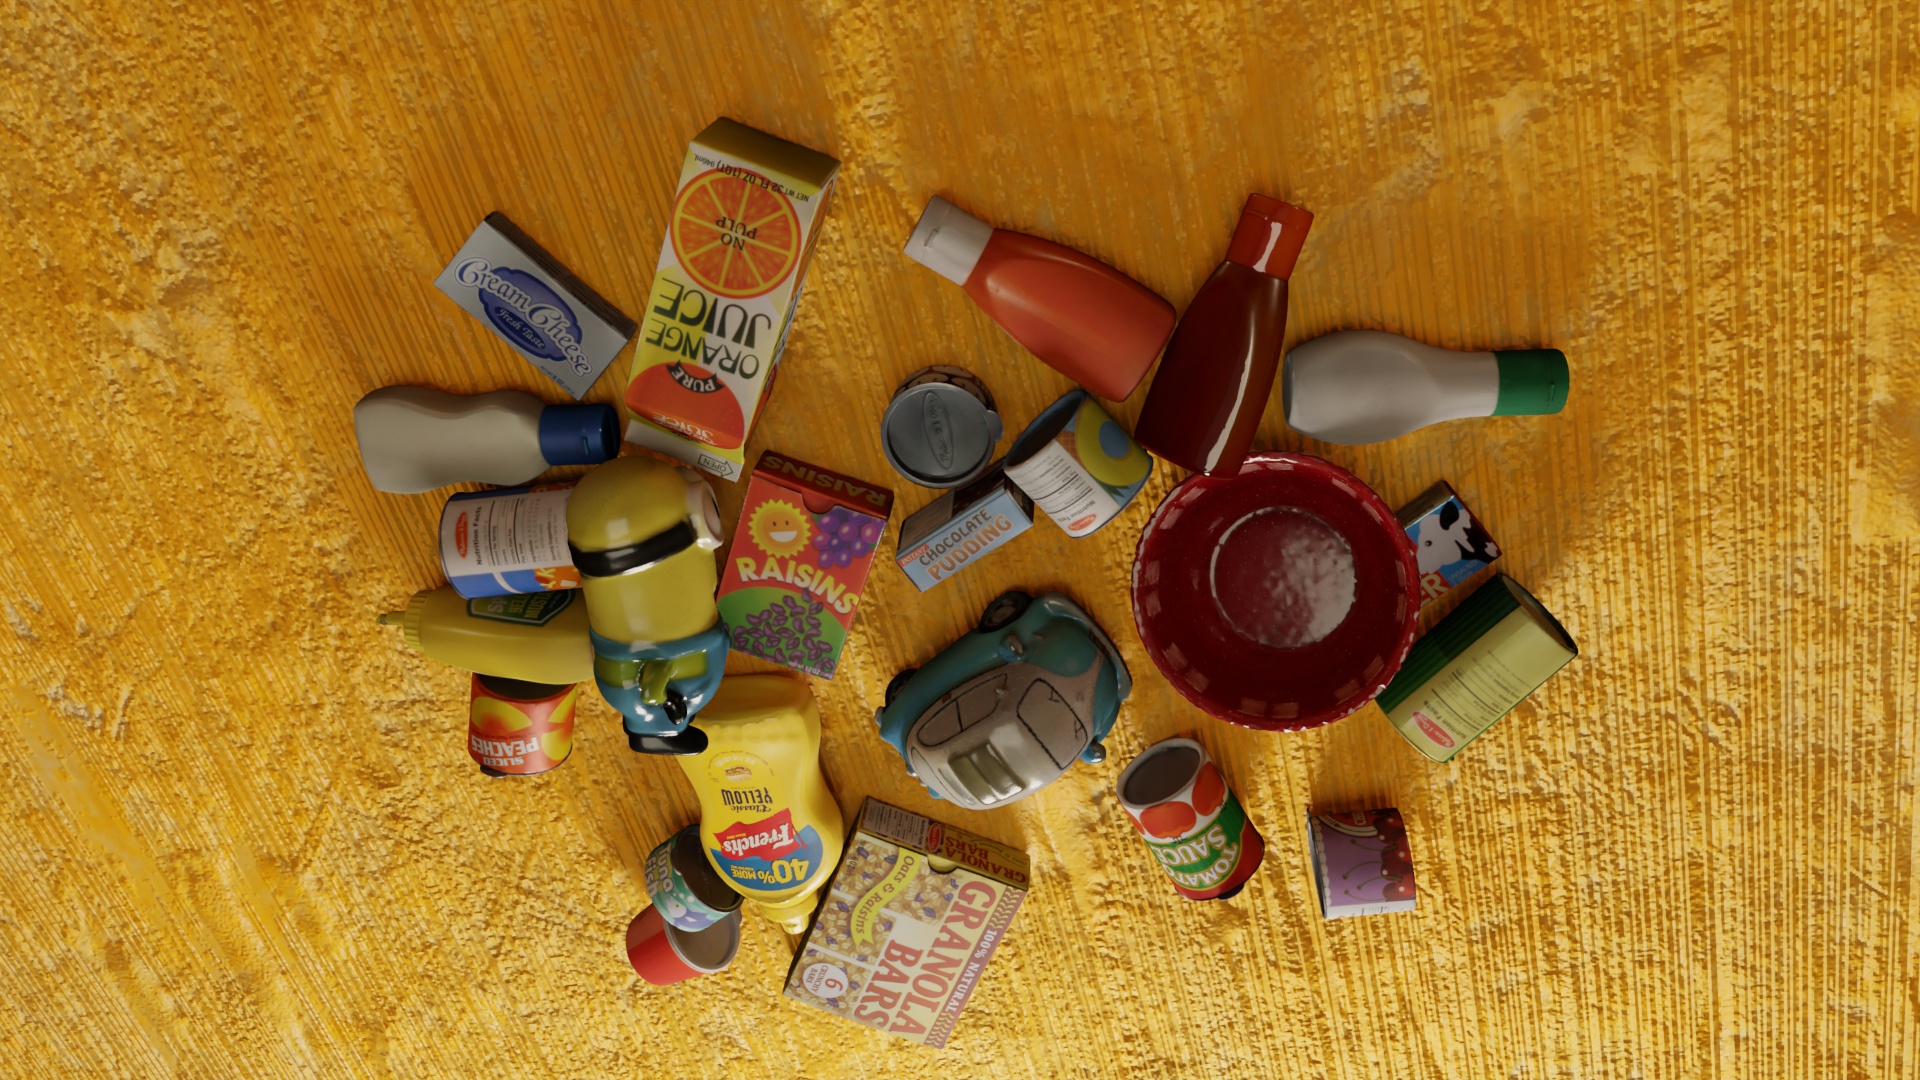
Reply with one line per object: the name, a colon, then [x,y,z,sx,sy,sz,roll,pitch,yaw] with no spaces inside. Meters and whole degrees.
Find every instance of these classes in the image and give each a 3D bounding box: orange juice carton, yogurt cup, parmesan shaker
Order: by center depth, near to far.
orange juice carton: [-0.131,-0.125,0.765,0.072,0.073,0.191,19,117,-5]
parmesan shaker: [0.308,0.077,0.831,0.071,0.071,0.102,38,113,-13]
yogurt cup: [-0.197,0.278,0.976,0.053,0.073,0.072,-32,110,27]

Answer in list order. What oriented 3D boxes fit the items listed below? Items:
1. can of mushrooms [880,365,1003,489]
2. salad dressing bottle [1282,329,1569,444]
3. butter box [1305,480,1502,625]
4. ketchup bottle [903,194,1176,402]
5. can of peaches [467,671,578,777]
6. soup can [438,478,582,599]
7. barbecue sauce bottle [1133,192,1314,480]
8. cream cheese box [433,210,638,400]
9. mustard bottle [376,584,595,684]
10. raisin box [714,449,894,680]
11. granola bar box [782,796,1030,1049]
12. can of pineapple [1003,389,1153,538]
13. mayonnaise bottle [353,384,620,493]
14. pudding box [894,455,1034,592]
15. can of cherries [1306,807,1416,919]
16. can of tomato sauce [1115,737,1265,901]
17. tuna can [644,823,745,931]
can of mushrooms: [-0.009,-0.066,0.806,0.071,0.033,0.070,2,116,4]
salad dressing bottle: [0.255,-0.086,0.768,0.148,0.044,0.064,-1,114,4]
butter box: [0.262,0.015,0.828,0.103,0.024,0.053,-38,107,20]
ketchup bottle: [0.041,-0.137,0.761,0.149,0.044,0.064,29,113,-9]
can of peaches: [-0.283,0.110,0.895,0.071,0.071,0.057,13,116,-1]
soup can: [-0.260,-0.001,0.844,0.084,0.072,0.071,-6,116,7]
barbecue sauce bottle: [0.146,-0.111,0.752,0.044,0.065,0.148,3,111,-47]
cream cheese box: [-0.243,-0.134,0.798,0.103,0.024,0.053,40,112,-14]
mustard bottle: [-0.296,0.054,0.874,0.160,0.065,0.048,3,121,8]
raisin box: [-0.100,0.016,0.851,0.086,0.040,0.122,19,116,-4]
granola bar box: [-0.039,0.271,0.971,0.124,0.039,0.164,21,116,-6]
can of pineapple: [0.067,-0.045,0.793,0.071,0.071,0.058,-40,106,21]
mayonnaise bottle: [-0.280,-0.062,0.828,0.148,0.041,0.064,-1,117,4]
pudding box: [0.003,-0.010,0.823,0.083,0.050,0.030,-32,111,19]
can of cherries: [0.259,0.206,0.900,0.058,0.072,0.071,-8,115,9]
can of tomato sauce: [0.147,0.180,0.893,0.071,0.071,0.083,-27,111,17]
tuna can: [-0.182,0.230,0.946,0.032,0.071,0.071,-35,108,21]
